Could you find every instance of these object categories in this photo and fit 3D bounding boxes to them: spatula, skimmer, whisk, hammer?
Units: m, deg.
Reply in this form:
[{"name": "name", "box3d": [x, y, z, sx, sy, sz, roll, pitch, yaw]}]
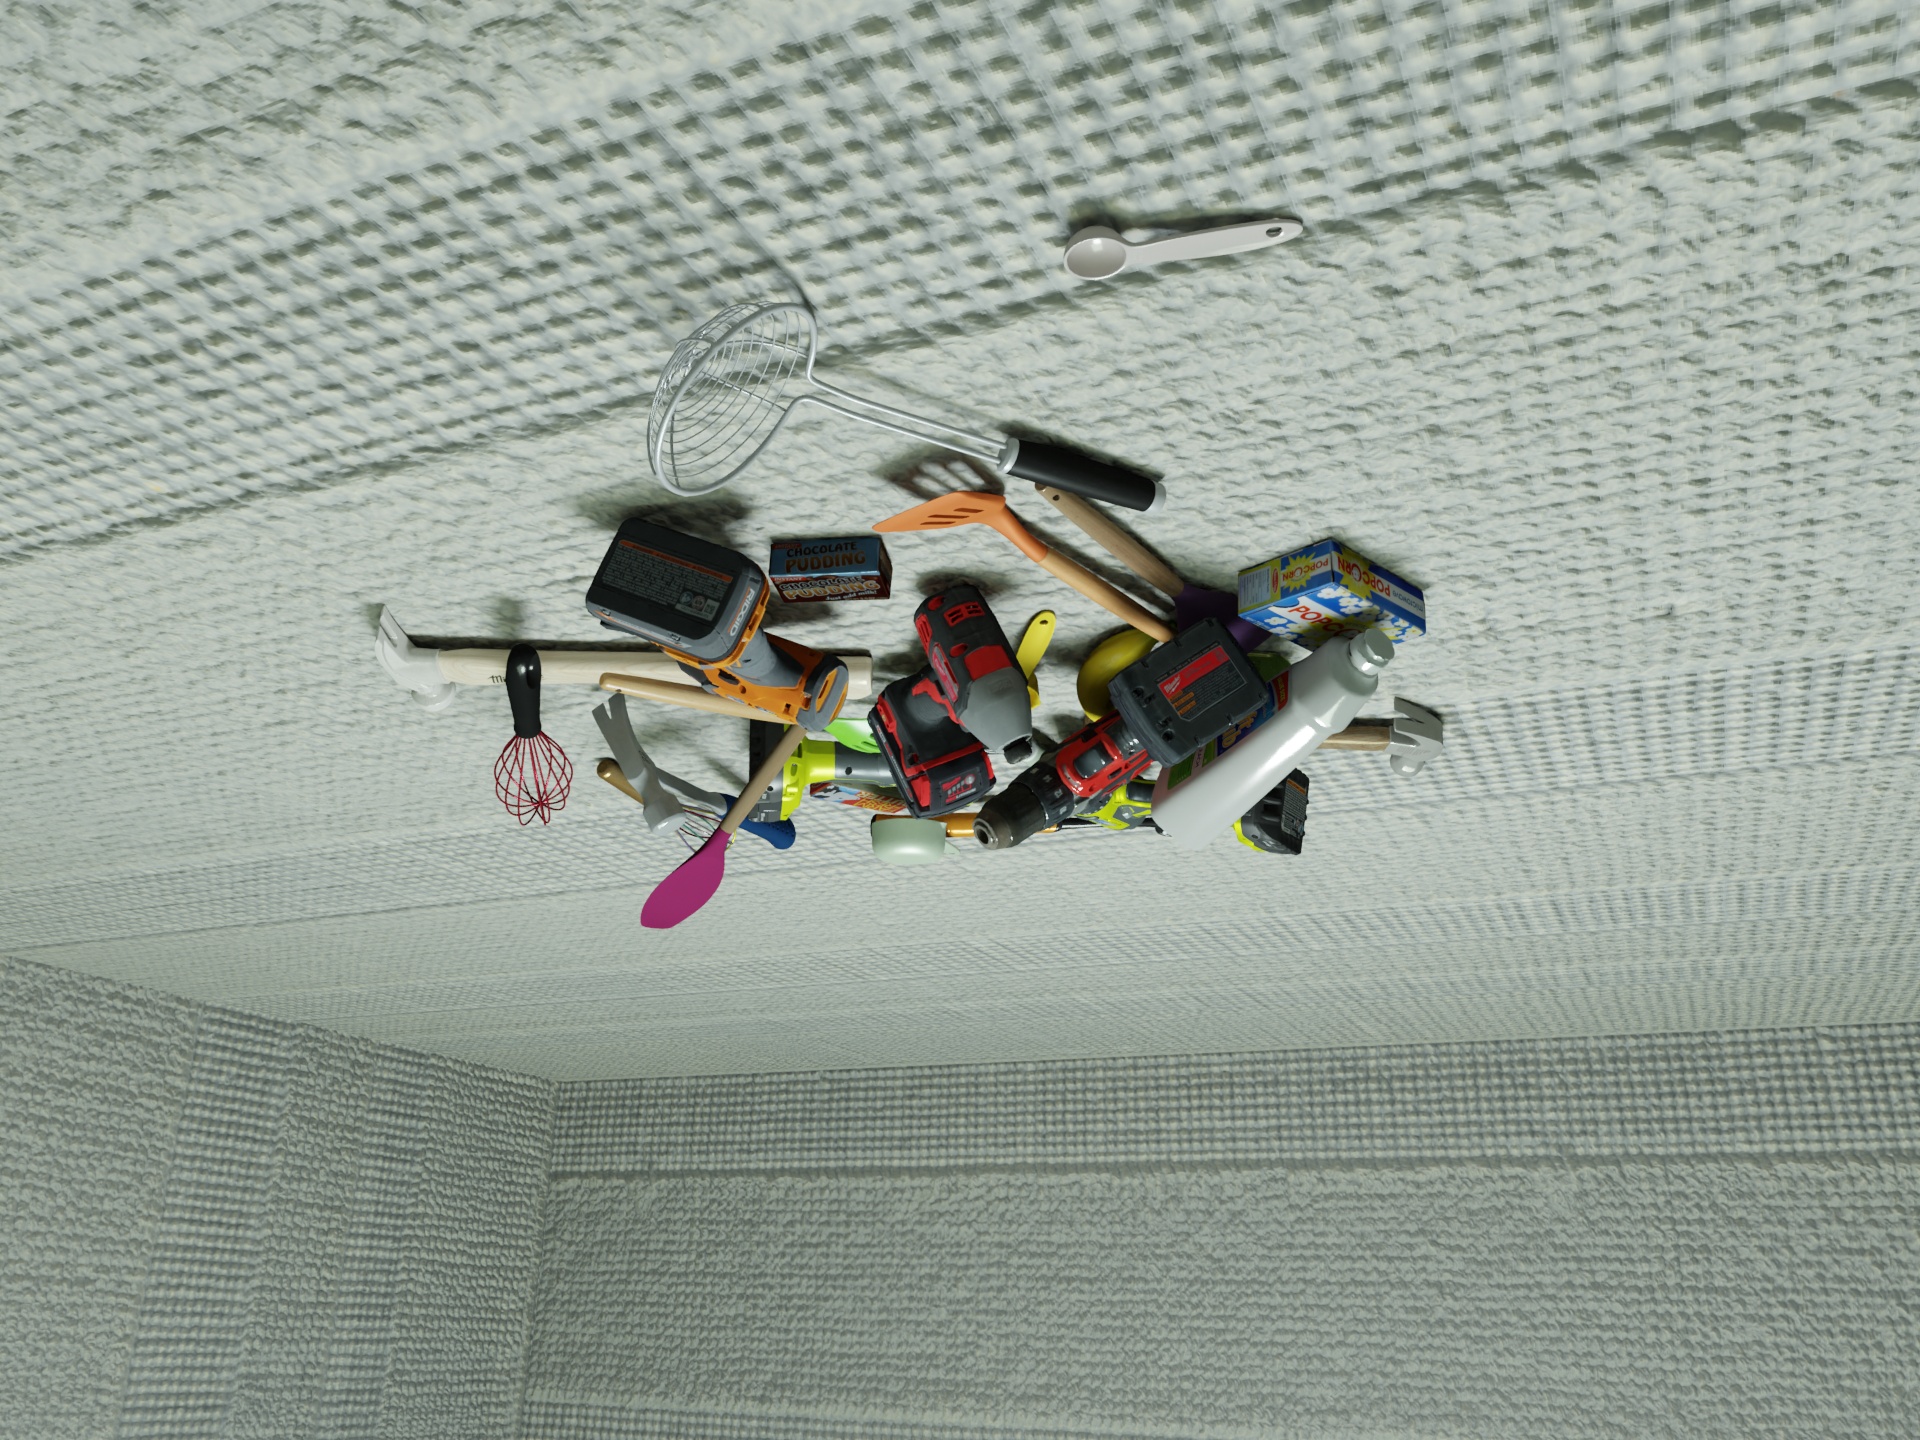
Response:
[{"name": "spatula", "box3d": [0.145, -0.106, 1.178, 0.060, 0.018, 0.315, -38, 142, 19]}, {"name": "skimmer", "box3d": [-0.015, -0.159, 0.960, 0.363, 0.090, 0.127, 11, 126, -29]}, {"name": "whisk", "box3d": [-0.376, 0.014, 1.384, 0.073, 0.073, 0.295, 5, 151, -10]}, {"name": "hammer", "box3d": [0.280, 0.013, 1.470, 0.331, 0.031, 0.130, 2, 159, 0]}, {"name": "whisk", "box3d": [0.059, 0.026, 1.501, 0.058, 0.059, 0.246, 22, 175, 29]}, {"name": "spatula", "box3d": [0.072, -0.104, 1.157, 0.081, 0.041, 0.322, -17, 150, 38]}, {"name": "whisk", "box3d": [-0.315, 0.093, 1.725, 0.047, 0.051, 0.244, -27, 147, 12]}, {"name": "hammer", "box3d": [0.070, 0.111, 1.691, 0.337, 0.034, 0.127, -2, 174, 7]}, {"name": "hammer", "box3d": [-0.249, 0.076, 1.593, 0.035, 0.144, 0.405, -34, 162, 4]}, {"name": "hammer", "box3d": [-0.281, -0.048, 1.349, 0.410, 0.038, 0.146, 1, 158, 0]}]

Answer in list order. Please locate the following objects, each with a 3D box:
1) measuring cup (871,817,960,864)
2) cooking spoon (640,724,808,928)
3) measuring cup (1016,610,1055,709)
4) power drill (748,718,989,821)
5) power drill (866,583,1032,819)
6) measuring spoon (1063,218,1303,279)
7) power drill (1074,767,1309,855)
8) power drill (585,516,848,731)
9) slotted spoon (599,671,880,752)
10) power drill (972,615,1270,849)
[{"name": "measuring cup", "box3d": [-0.036, 0.136, 1.650, 0.083, 0.038, 0.167, -5, 162, 21]}, {"name": "cooking spoon", "box3d": [-0.201, 0.080, 1.458, 0.068, 0.017, 0.319, 14, 122, -46]}, {"name": "measuring cup", "box3d": [0.052, -0.054, 1.334, 0.062, 0.029, 0.156, 7, 147, -13]}, {"name": "power drill", "box3d": [-0.093, 0.053, 1.544, 0.223, 0.080, 0.171, 1, 159, -8]}, {"name": "power drill", "box3d": [-0.002, -0.004, 1.283, 0.078, 0.143, 0.219, -21, 165, -21]}, {"name": "measuring spoon", "box3d": [0.114, -0.251, 0.824, 0.124, 0.018, 0.034, -7, 158, 3]}, {"name": "power drill", "box3d": [0.200, 0.071, 1.503, 0.228, 0.080, 0.190, 5, 171, 25]}, {"name": "power drill", "box3d": [-0.192, -0.069, 1.205, 0.164, 0.084, 0.226, 20, 168, 20]}, {"name": "slotted spoon", "box3d": [-0.163, -0.007, 1.352, 0.313, 0.031, 0.070, 11, 151, -38]}, {"name": "power drill", "box3d": [0.117, 0.022, 1.252, 0.188, 0.080, 0.226, -31, 174, -32]}]
